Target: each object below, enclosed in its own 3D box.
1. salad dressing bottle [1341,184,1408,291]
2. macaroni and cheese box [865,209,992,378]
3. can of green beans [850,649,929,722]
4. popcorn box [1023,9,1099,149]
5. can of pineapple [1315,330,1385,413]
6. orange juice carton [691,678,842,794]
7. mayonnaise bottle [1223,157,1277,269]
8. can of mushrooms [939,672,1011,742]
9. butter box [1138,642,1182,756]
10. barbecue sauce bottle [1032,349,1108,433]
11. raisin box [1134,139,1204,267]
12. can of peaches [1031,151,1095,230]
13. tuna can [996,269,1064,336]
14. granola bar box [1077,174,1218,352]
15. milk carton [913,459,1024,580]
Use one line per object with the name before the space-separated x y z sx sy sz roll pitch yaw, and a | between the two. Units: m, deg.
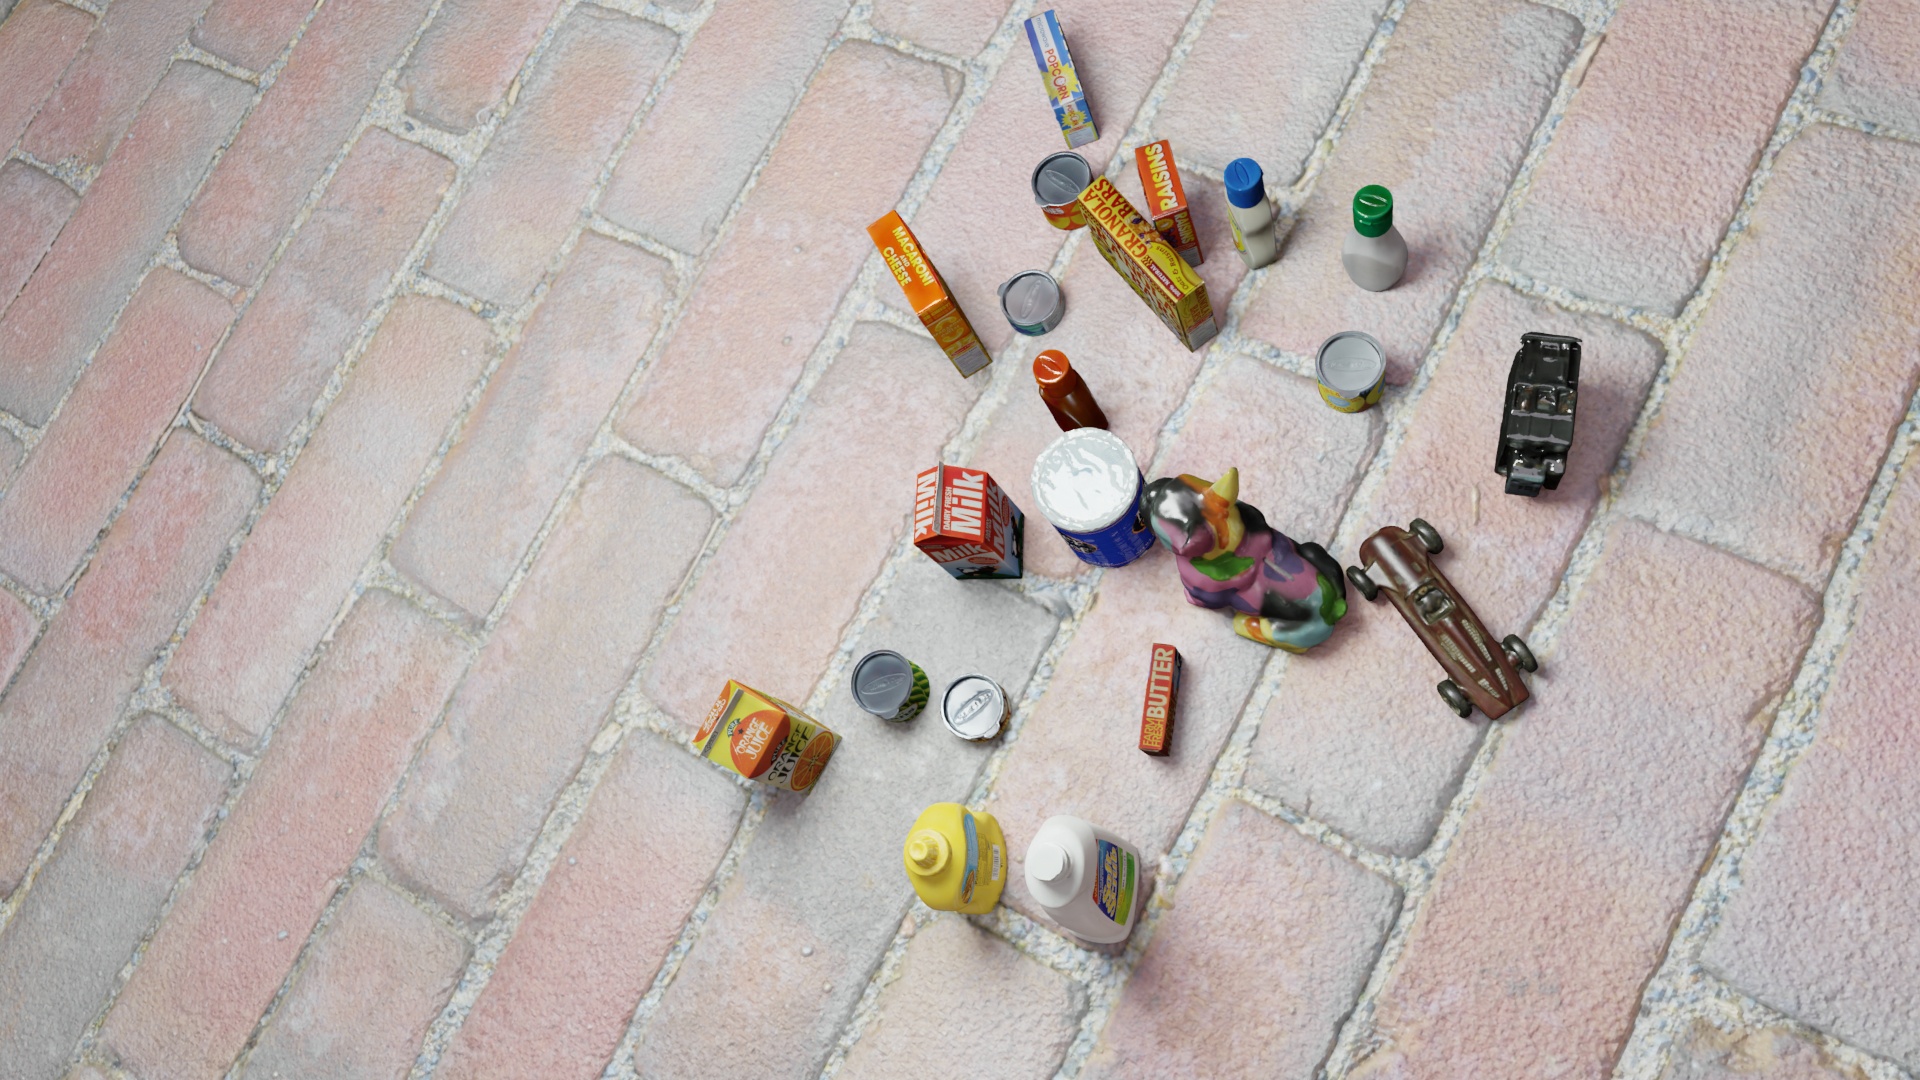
salad dressing bottle | 0.403 -0.294 1.353 0.064 0.147 0.044 22 81 22
macaroni and cheese box | -0.031 -0.258 1.463 0.040 0.166 0.124 -32 67 6
can of green beans | -0.070 0.148 1.408 0.071 0.057 0.071 -5 72 16
popcorn box | 0.112 -0.512 1.543 0.038 0.085 0.127 -19 69 11
can of pineapple | 0.383 -0.163 1.367 0.071 0.057 0.071 -5 72 16
orange juice carton | -0.194 0.192 1.360 0.073 0.192 0.072 27 83 22
mayonnaise bottle | 0.290 -0.332 1.399 0.041 0.148 0.065 -23 69 9
can of mushrooms | 0.017 0.170 1.389 0.071 0.033 0.071 -5 72 16
butter box | 0.192 0.154 1.330 0.024 0.053 0.104 5 75 19
barbecue sauce bottle | 0.106 -0.146 1.397 0.065 0.148 0.043 40 88 23
raisin box | 0.216 -0.345 1.439 0.040 0.123 0.086 -15 70 12
can of peaches | 0.114 -0.379 1.516 0.071 0.058 0.071 -5 72 16
tuna can | 0.076 -0.257 1.503 0.071 0.032 0.071 -5 72 16
granola bar box | 0.192 -0.282 1.426 0.039 0.124 0.166 -39 67 3
milk carton | 0.005 -0.017 1.365 0.073 0.190 0.072 -2 74 17
